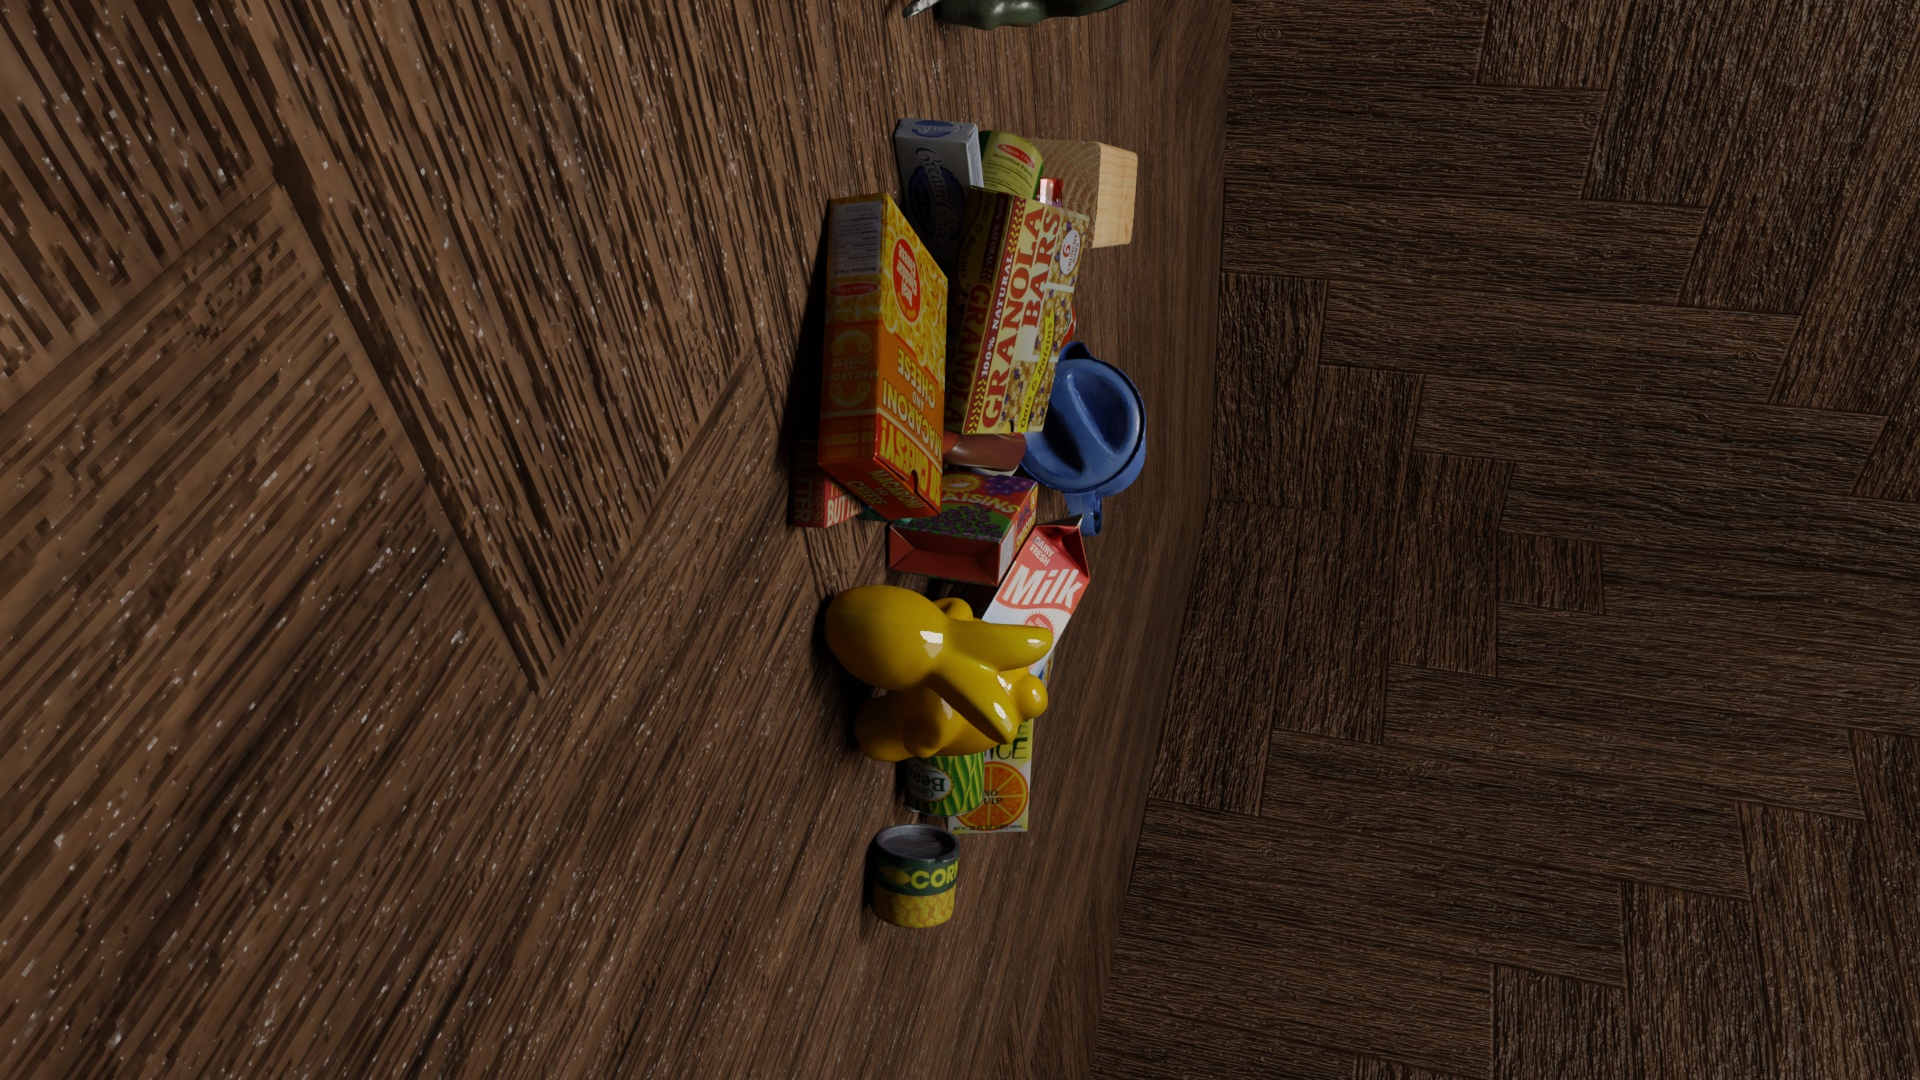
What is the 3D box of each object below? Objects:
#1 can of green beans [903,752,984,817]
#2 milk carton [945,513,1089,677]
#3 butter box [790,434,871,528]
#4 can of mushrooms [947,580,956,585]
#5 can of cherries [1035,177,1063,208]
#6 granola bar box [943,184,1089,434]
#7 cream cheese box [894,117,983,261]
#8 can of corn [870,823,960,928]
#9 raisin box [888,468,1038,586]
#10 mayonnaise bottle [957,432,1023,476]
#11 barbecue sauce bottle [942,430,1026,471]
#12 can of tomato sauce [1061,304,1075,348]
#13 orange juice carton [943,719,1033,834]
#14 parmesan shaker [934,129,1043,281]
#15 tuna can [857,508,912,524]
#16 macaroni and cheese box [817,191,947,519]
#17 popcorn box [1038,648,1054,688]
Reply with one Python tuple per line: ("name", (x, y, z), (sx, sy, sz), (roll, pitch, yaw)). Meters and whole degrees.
("can of green beans", (-0.013, 0.183, 1.133), (0.071, 0.071, 0.057), (-53, 146, -63))
("milk carton", (0.038, 0.055, 1.120), (0.073, 0.072, 0.191), (45, 59, -24))
("butter box", (-0.076, -0.041, 0.863), (0.104, 0.024, 0.053), (-34, 129, -72))
("can of mushrooms", (0.010, 0.010, 1.204), (0.071, 0.033, 0.071), (6, 92, -76))
("can of cherries", (0.050, -0.273, 1.154), (0.072, 0.071, 0.058), (-37, 132, -70))
("granola bar box", (0.034, -0.159, 0.985), (0.124, 0.039, 0.165), (-9, 114, -61))
("cream cheese box", (-0.011, -0.240, 0.957), (0.103, 0.053, 0.024), (80, 24, -49))
("can of corn", (-0.034, 0.262, 1.082), (0.071, 0.071, 0.058), (-33, 129, -72))
("raisin box", (0.004, -0.013, 1.059), (0.124, 0.086, 0.040), (-55, 150, -62))
("mayonnaise bottle", (0.026, -0.087, 1.166), (0.041, 0.065, 0.148), (61, 42, -70))
("barbecue sauce bottle", (-0.003, -0.080, 1.058), (0.149, 0.065, 0.043), (1, 114, -67))
("can of tomato sauce", (0.067, -0.203, 1.244), (0.083, 0.071, 0.071), (14, 83, -76))
("orange juice carton", (0.022, 0.153, 1.203), (0.073, 0.072, 0.192), (-111, -158, -69))
("parmesan shaker", (0.017, -0.249, 1.048), (0.071, 0.071, 0.103), (69, 32, -62))
("tuna can", (-0.049, -0.044, 0.947), (0.071, 0.033, 0.071), (5, 91, -76))
("macaroni and cheese box", (-0.044, -0.109, 0.852), (0.123, 0.040, 0.167), (41, 47, -67))
("popcorn box", (0.071, 0.092, 1.347), (0.085, 0.038, 0.126), (-64, 161, -58))
